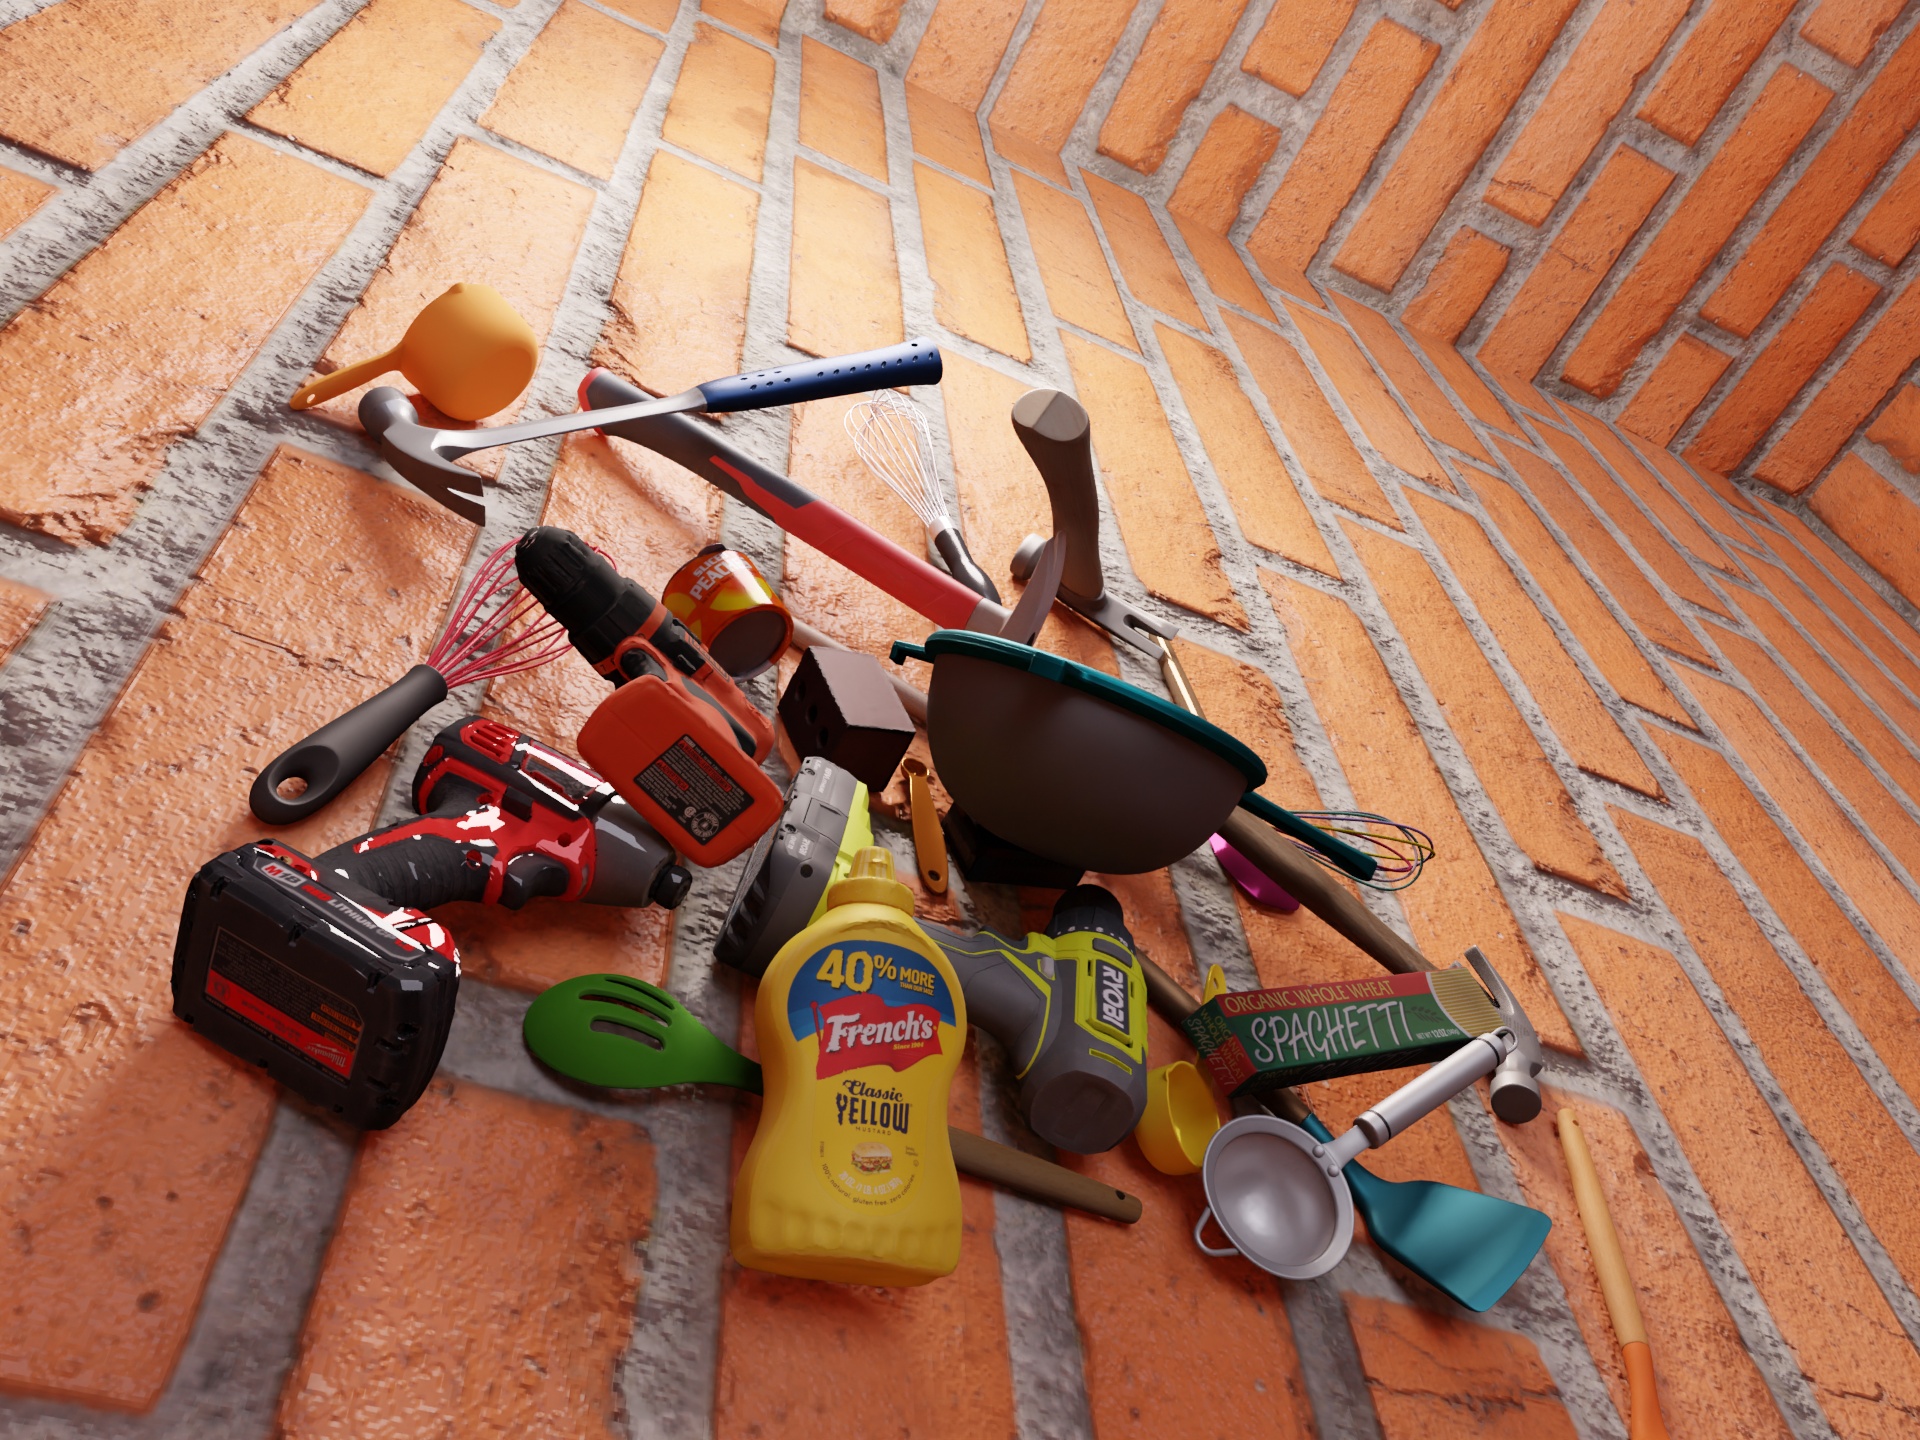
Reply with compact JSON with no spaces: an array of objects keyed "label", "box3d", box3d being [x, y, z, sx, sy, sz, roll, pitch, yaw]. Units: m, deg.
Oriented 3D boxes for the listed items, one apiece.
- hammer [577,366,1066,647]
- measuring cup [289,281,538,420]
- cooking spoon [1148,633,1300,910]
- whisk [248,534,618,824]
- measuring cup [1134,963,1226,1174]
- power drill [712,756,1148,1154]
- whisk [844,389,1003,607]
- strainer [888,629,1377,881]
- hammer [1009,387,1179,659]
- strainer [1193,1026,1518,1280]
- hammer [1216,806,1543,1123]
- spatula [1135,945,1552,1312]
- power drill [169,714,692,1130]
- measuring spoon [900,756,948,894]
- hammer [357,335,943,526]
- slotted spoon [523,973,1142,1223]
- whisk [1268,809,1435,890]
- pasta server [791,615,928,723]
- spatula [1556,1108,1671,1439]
[{"label":"hammer","box3d":[-0.108,-0.161,1.126,0.386,0.143,0.038,32,31,13]},{"label":"measuring cup","box3d":[-0.360,-0.229,1.068,0.052,0.095,0.173,43,50,12]},{"label":"cooking spoon","box3d":[0.190,0.026,1.205,0.068,0.017,0.319,16,34,-24]},{"label":"whisk","box3d":[-0.273,-0.029,0.851,0.073,0.073,0.296,31,36,2]},{"label":"measuring cup","box3d":[0.124,0.186,0.874,0.062,0.029,0.157,58,28,-17]},{"label":"power drill","box3d":[-0.002,0.113,0.851,0.228,0.080,0.191,28,26,-9]},{"label":"whisk","box3d":[-0.024,-0.173,1.287,0.070,0.070,0.285,5,43,-36]},{"label":"strainer","box3d":[0.112,0.058,0.942,0.340,0.095,0.211,28,-8,-26]},{"label":"hammer","box3d":[0.089,-0.133,1.116,0.146,0.038,0.410,33,-5,11]},{"label":"strainer","box3d":[0.213,0.224,0.847,0.258,0.050,0.087,-22,65,-29]},{"label":"hammer","box3d":[0.253,0.124,1.057,0.331,0.031,0.130,39,27,-2]},{"label":"spatula","box3d":[0.180,0.203,0.904,0.318,0.044,0.082,42,50,22]},{"label":"power drill","box3d":[-0.221,0.077,0.709,0.143,0.078,0.220,28,26,8]},{"label":"measuring spoon","box3d":[-0.023,0.065,0.973,0.021,0.011,0.117,15,36,-23]},{"label":"hammer","box3d":[-0.187,-0.215,1.092,0.405,0.035,0.144,-18,43,-30]},{"label":"slotted spoon","box3d":[-0.051,0.184,0.751,0.313,0.031,0.070,23,28,-14]},{"label":"whisk","box3d":[0.213,0.073,1.109,0.245,0.051,0.047,12,11,-6]},{"label":"pasta server","box3d":[-0.002,-0.003,1.065,0.316,0.040,0.060,31,23,3]},{"label":"spatula","box3d":[0.379,0.329,0.893,0.081,0.041,0.323,25,29,-7]}]
